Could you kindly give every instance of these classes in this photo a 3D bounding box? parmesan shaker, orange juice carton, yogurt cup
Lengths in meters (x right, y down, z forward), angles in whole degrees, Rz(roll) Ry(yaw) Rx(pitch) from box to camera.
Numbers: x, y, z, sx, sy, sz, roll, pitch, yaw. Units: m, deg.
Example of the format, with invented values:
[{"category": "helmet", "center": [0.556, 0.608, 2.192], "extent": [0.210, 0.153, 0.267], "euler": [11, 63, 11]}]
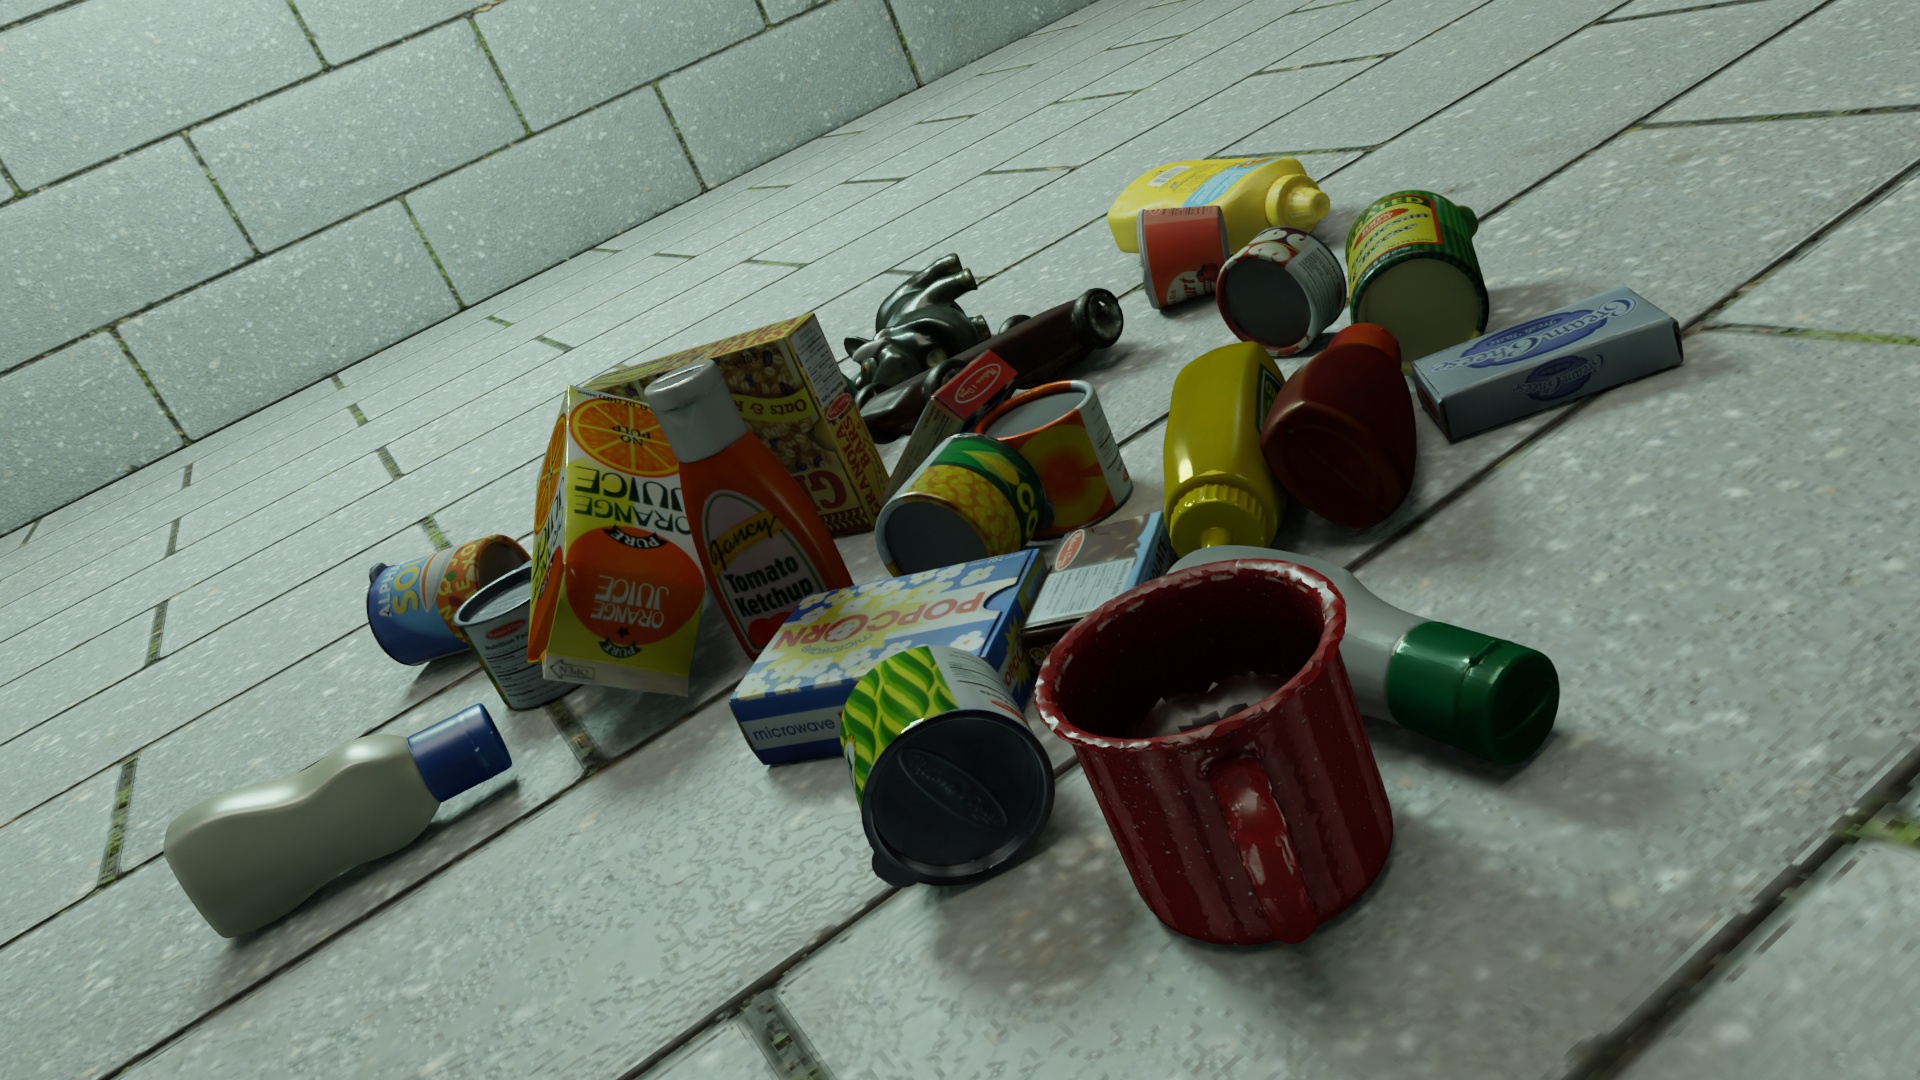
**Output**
[{"category": "parmesan shaker", "center": [0.236, -0.136, 0.716], "extent": [0.071, 0.071, 0.103], "euler": [-15, 24, 21]}, {"category": "orange juice carton", "center": [-0.181, 0.007, 0.730], "extent": [0.072, 0.072, 0.193], "euler": [13, 36, -25]}, {"category": "yogurt cup", "center": [0.151, -0.192, 0.928], "extent": [0.054, 0.072, 0.073], "euler": [-8, 27, 16]}]

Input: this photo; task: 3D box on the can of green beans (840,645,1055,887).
[{"category": "can of green beans", "center": [-0.006, 0.077, 0.488], "extent": [0.071, 0.071, 0.058], "euler": [-26, 22, -4]}]

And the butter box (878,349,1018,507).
[{"category": "butter box", "center": [-0.008, -0.054, 0.756], "extent": [0.053, 0.024, 0.103], "euler": [-44, -9, -37]}]

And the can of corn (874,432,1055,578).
[{"category": "can of corn", "center": [0.002, -0.008, 0.670], "extent": [0.071, 0.071, 0.058], "euler": [-8, 28, 34]}]

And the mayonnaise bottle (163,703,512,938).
[{"category": "mayonnaise bottle", "center": [-0.292, 0.127, 0.664], "extent": [0.148, 0.064, 0.041], "euler": [-26, 25, -16]}]

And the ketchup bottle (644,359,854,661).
[{"category": "ketchup bottle", "center": [-0.104, -0.014, 0.676], "extent": [0.064, 0.148, 0.044], "euler": [-19, 22, 12]}]

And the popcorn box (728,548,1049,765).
[{"category": "popcorn box", "center": [-0.027, 0.050, 0.602], "extent": [0.126, 0.038, 0.085], "euler": [-12, 24, 26]}]

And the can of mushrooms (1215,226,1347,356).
[{"category": "can of mushrooms", "center": [0.178, -0.139, 0.782], "extent": [0.071, 0.070, 0.033], "euler": [4, 36, 48]}]

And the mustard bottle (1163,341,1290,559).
[{"category": "mustard bottle", "center": [0.117, -0.028, 0.608], "extent": [0.048, 0.065, 0.161], "euler": [-18, 29, 27]}]

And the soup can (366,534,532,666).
[{"category": "soup can", "center": [-0.318, 0.035, 0.872], "extent": [0.083, 0.071, 0.072], "euler": [-16, 24, 18]}]

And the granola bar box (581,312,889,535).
[{"category": "granola bar box", "center": [-0.136, -0.054, 0.824], "extent": [0.165, 0.123, 0.039], "euler": [-11, 25, 29]}]

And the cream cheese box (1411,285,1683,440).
[{"category": "cream cheese box", "center": [0.262, -0.081, 0.627], "extent": [0.104, 0.024, 0.053], "euler": [-19, 24, 11]}]

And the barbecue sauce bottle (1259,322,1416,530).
[{"category": "barbecue sauce bottle", "center": [0.175, -0.060, 0.623], "extent": [0.043, 0.065, 0.149], "euler": [-50, 1, 32]}]

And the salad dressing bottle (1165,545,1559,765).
[{"category": "salad dressing bottle", "center": [0.129, 0.037, 0.475], "extent": [0.064, 0.044, 0.148], "euler": [-33, 26, -22]}]

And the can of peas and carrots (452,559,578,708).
[{"category": "can of peas and carrots", "center": [-0.238, 0.051, 0.778], "extent": [0.071, 0.058, 0.071], "euler": [-20, 22, 9]}]

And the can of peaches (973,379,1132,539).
[{"category": "can of peaches", "center": [0.045, -0.041, 0.707], "extent": [0.071, 0.058, 0.071], "euler": [-20, 23, 9]}]

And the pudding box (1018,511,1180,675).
[{"category": "pudding box", "center": [0.062, 0.023, 0.586], "extent": [0.049, 0.030, 0.084], "euler": [-13, 25, 26]}]

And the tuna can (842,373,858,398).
[{"category": "tuna can", "center": [-0.097, -0.084, 0.927], "extent": [0.033, 0.071, 0.071], "euler": [6, 37, 48]}]
